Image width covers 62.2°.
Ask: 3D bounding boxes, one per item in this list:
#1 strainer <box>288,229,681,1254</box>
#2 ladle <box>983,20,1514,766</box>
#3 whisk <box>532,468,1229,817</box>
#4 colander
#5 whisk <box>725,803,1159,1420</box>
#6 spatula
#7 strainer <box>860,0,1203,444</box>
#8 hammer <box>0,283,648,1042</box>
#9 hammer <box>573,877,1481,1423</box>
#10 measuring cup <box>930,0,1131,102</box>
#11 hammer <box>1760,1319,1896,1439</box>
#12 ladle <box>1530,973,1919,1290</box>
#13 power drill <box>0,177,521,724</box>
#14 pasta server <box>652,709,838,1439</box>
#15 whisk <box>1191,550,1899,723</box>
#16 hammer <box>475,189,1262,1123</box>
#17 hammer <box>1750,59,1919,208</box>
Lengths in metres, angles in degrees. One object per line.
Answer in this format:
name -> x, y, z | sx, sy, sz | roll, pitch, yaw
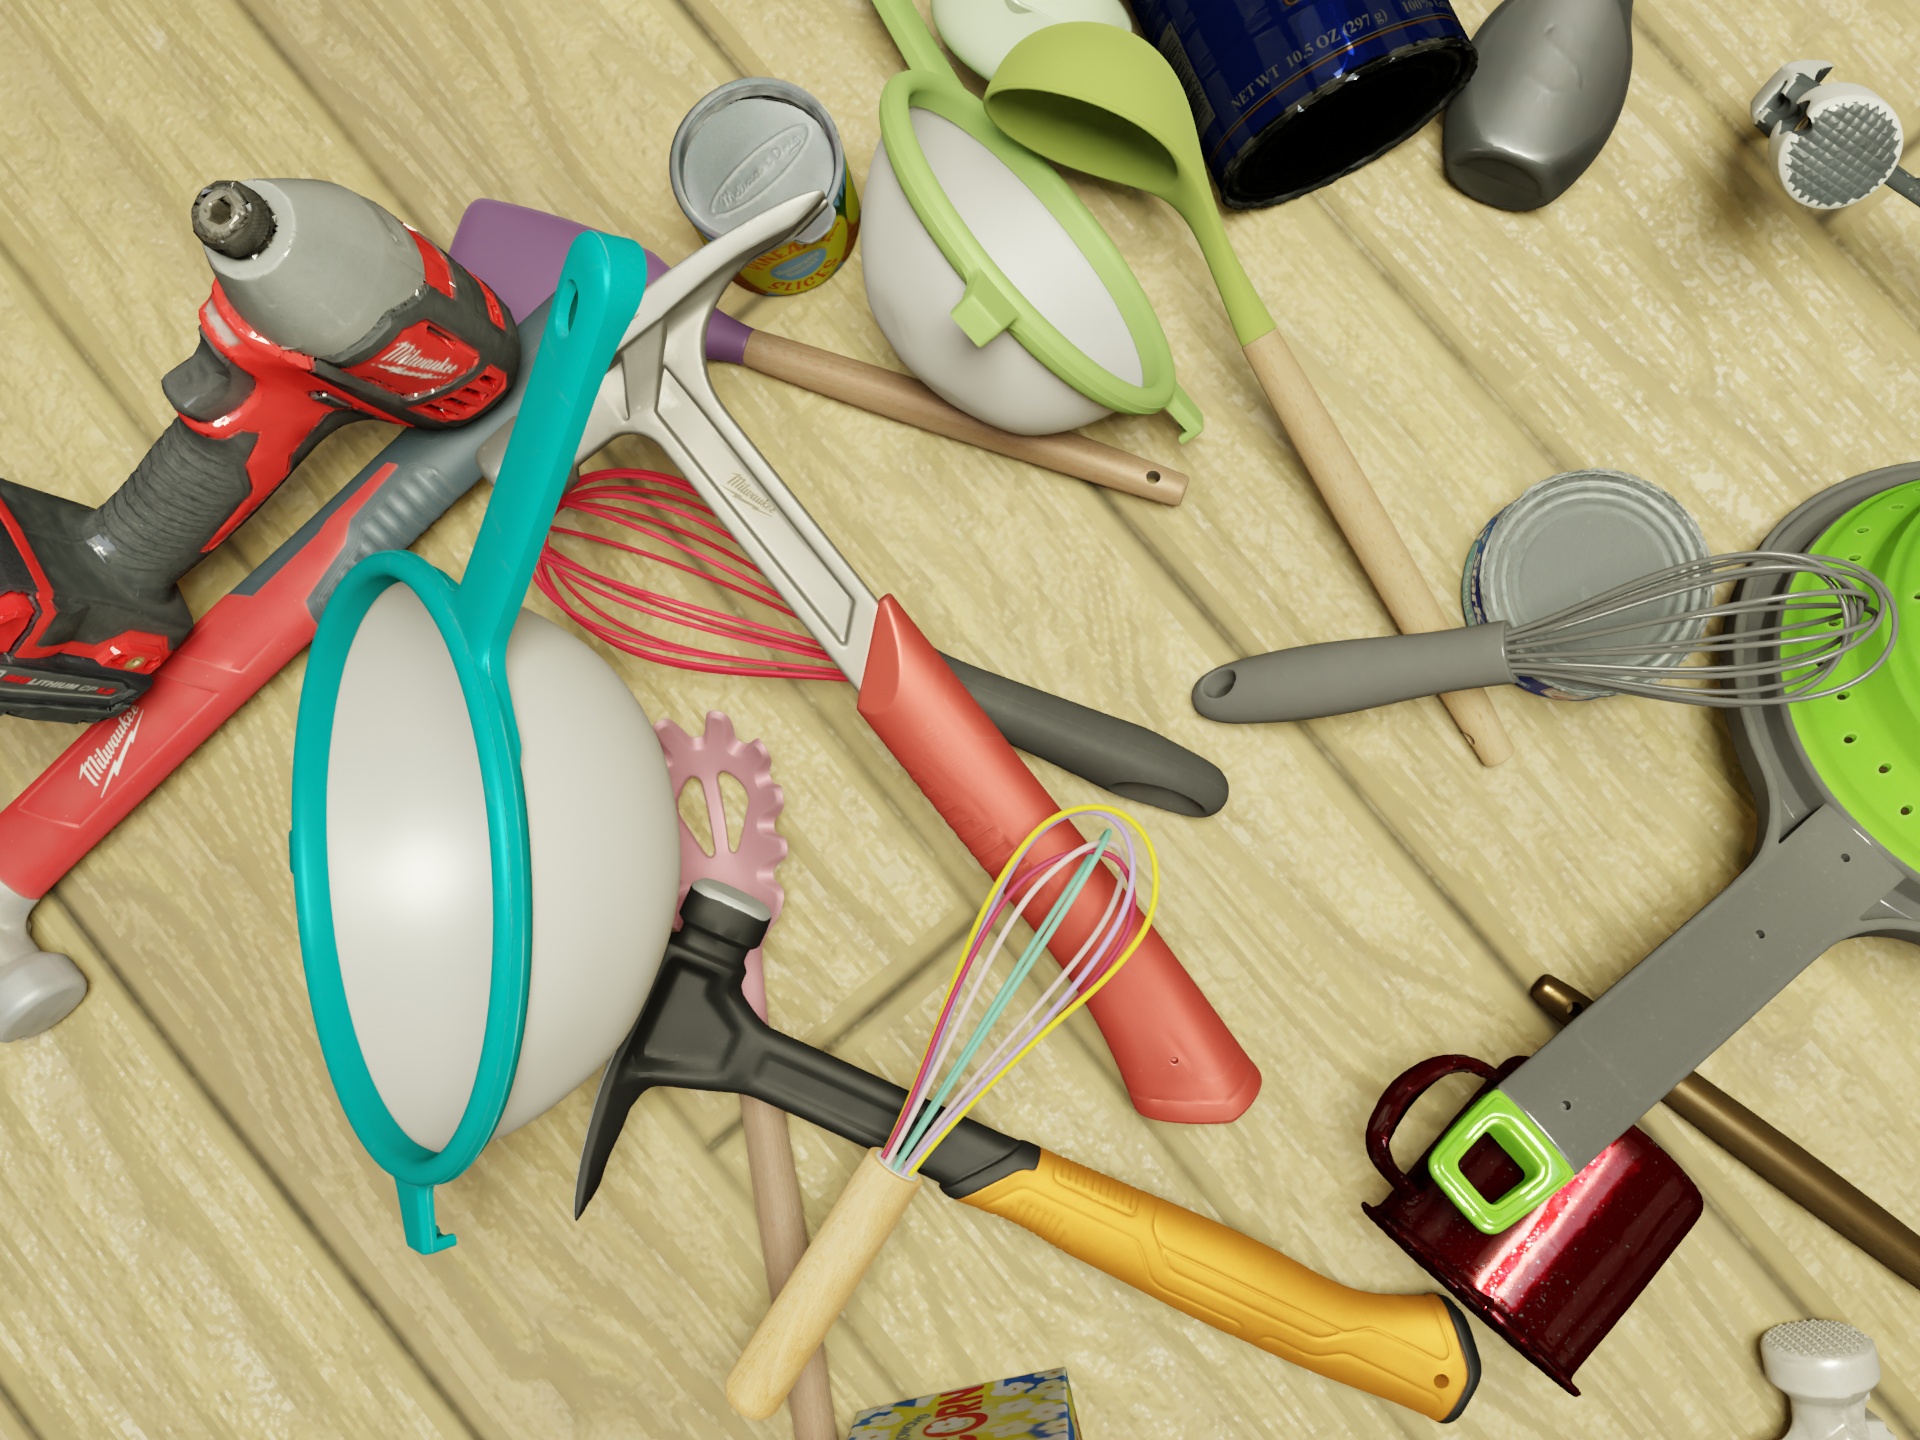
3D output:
strainer -> -0.132, 0.000, 0.524 | 0.211, 0.095, 0.340 | 55, 130, 35
ladle -> 0.114, -0.112, 0.589 | 0.062, 0.078, 0.320 | -33, 98, -3
whisk -> -0.035, -0.026, 0.609 | 0.296, 0.073, 0.073 | 22, 88, 0
colander -> 0.313, 0.026, 0.519 | 0.397, 0.094, 0.205 | -37, 71, -12
whisk -> -0.008, 0.136, 0.541 | 0.047, 0.051, 0.245 | 31, 93, -9
spatula -> -0.061, -0.139, 0.636 | 0.316, 0.018, 0.060 | 19, 88, 5
strainer -> -0.013, -0.202, 0.607 | 0.069, 0.151, 0.257 | -38, 64, 27
hammer -> -0.278, -0.055, 0.625 | 0.386, 0.038, 0.143 | -43, 83, 2
hammer -> 0.030, 0.182, 0.582 | 0.337, 0.034, 0.127 | 24, 89, -2
measuring cup -> -0.014, -0.295, 0.612 | 0.167, 0.083, 0.038 | 32, 130, -3
hammer -> 0.141, 0.329, 0.584 | 0.410, 0.038, 0.146 | -11, 87, 3
ladle -> 0.344, 0.195, 0.587 | 0.315, 0.031, 0.069 | 37, 88, 7
power drill -> -0.266, -0.095, 0.537 | 0.219, 0.143, 0.078 | -36, 80, 6
pasta server -> -0.076, 0.154, 0.607 | 0.060, 0.040, 0.316 | -10, 87, -1
whisk -> 0.192, -0.021, 0.560 | 0.239, 0.055, 0.055 | -8, 85, 31
hammer -> -0.001, -0.002, 0.568 | 0.149, 0.037, 0.359 | -38, 100, 5
hammer -> 0.451, -0.113, 0.570 | 0.409, 0.149, 0.036 | 33, 124, -4
